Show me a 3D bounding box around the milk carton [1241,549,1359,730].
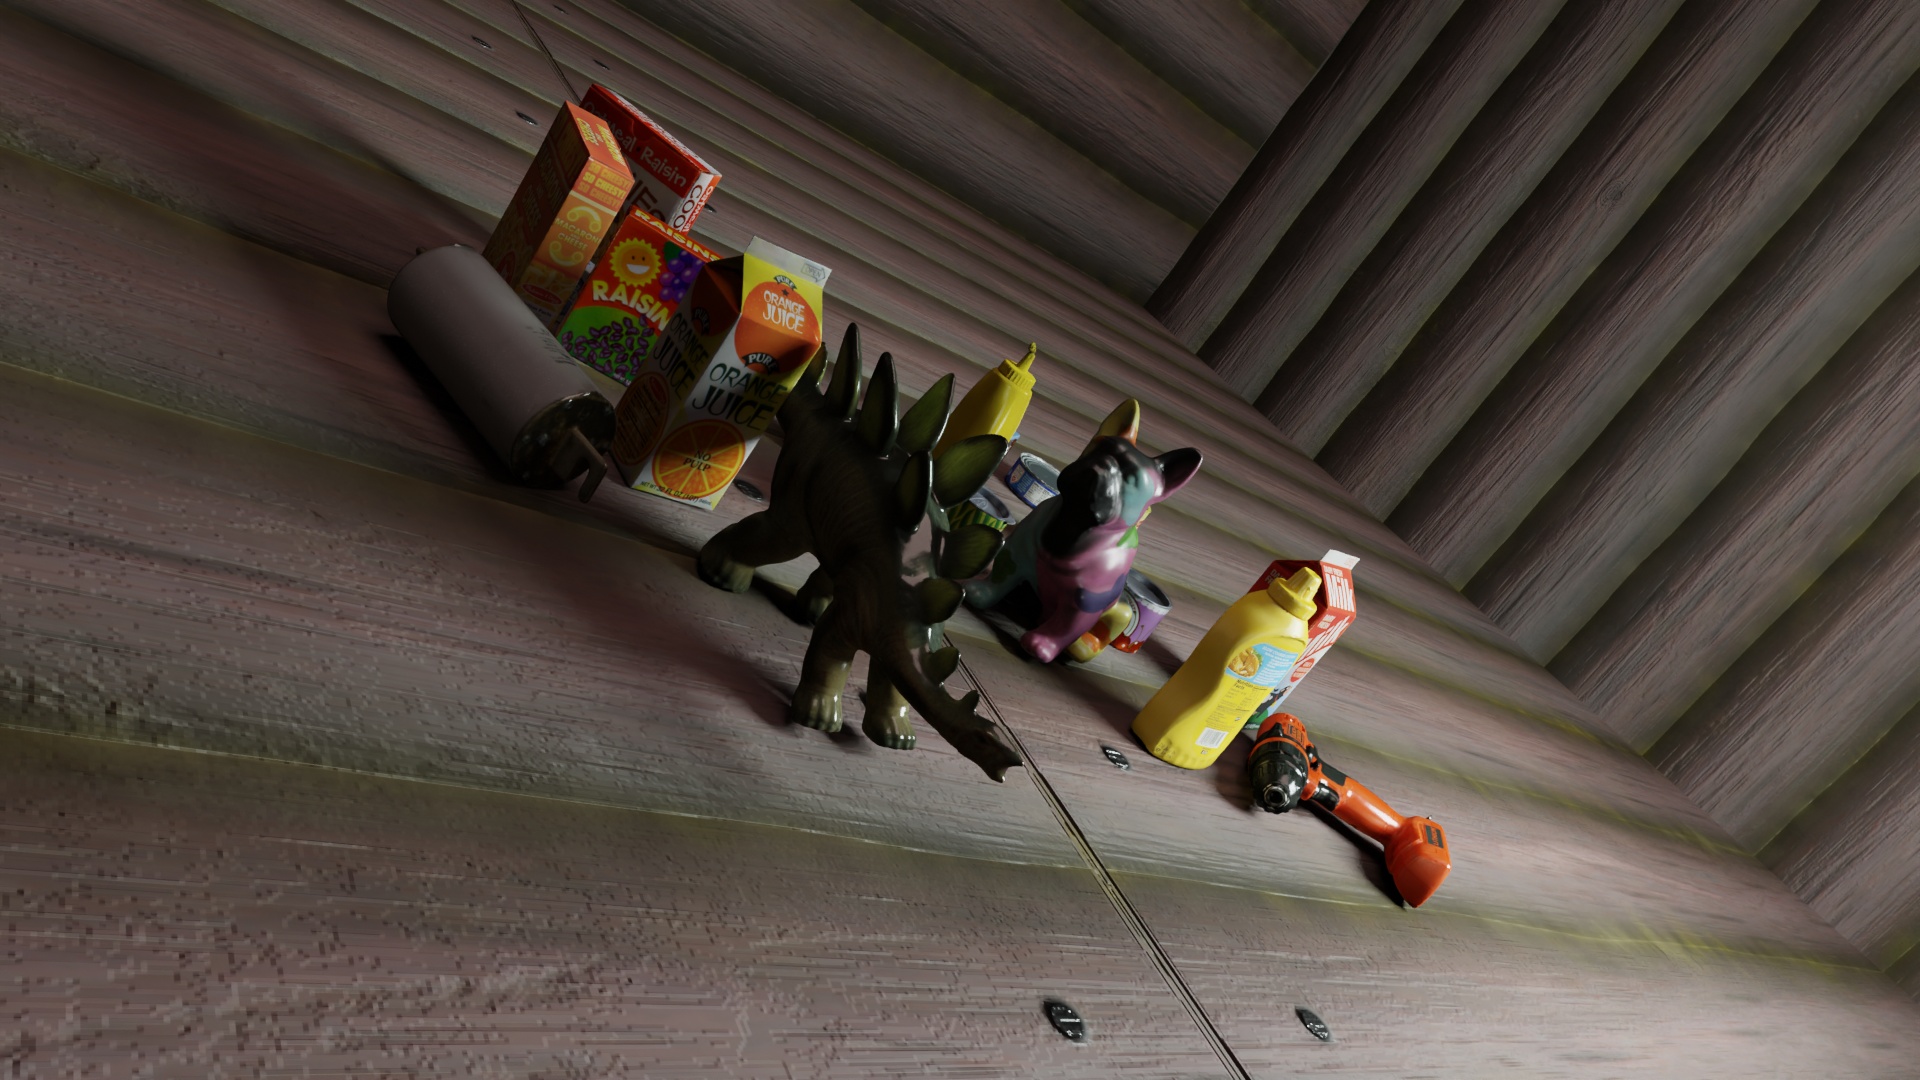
[{"bbox_3d":[0.300,0.085,1.306,0.072,0.190,0.073,12,29,-52],"label":"milk carton"}]

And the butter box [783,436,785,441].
[{"bbox_3d":[-0.099,-0.086,1.231,0.103,0.053,0.024,24,21,-32],"label":"butter box"}]

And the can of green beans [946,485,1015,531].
[{"bbox_3d":[0.003,-0.017,1.236,0.071,0.057,0.071,32,18,-12],"label":"can of green beans"}]

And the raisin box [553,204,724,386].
[{"bbox_3d":[-0.253,-0.189,1.095,0.086,0.123,0.040,30,18,-19],"label":"raisin box"}]

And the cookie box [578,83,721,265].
[{"bbox_3d":[-0.294,-0.272,1.159,0.123,0.167,0.040,39,18,8],"label":"cookie box"}]

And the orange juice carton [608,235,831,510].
[{"bbox_3d":[-0.167,-0.121,0.971,0.072,0.192,0.073,18,25,-45],"label":"orange juice carton"}]

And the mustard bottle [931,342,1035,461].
[{"bbox_3d":[0.035,-0.134,1.422,0.065,0.159,0.049,44,19,24],"label":"mustard bottle"}]

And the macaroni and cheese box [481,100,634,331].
[{"bbox_3d":[-0.304,-0.225,1.022,0.040,0.166,0.124,23,22,-36],"label":"macaroni and cheese box"}]

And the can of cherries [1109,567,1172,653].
[{"bbox_3d":[0.155,0.064,1.309,0.071,0.058,0.072,32,18,-12],"label":"can of cherries"}]

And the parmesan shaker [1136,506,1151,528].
[{"bbox_3d":[0.131,-0.009,1.376,0.071,0.102,0.071,32,18,-12],"label":"parmesan shaker"}]

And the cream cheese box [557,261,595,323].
[{"bbox_3d":[-0.326,-0.211,1.130,0.104,0.053,0.024,36,17,-1],"label":"cream cheese box"}]

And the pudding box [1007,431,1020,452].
[{"bbox_3d":[0.028,-0.103,1.512,0.030,0.049,0.084,40,18,13],"label":"pudding box"}]
